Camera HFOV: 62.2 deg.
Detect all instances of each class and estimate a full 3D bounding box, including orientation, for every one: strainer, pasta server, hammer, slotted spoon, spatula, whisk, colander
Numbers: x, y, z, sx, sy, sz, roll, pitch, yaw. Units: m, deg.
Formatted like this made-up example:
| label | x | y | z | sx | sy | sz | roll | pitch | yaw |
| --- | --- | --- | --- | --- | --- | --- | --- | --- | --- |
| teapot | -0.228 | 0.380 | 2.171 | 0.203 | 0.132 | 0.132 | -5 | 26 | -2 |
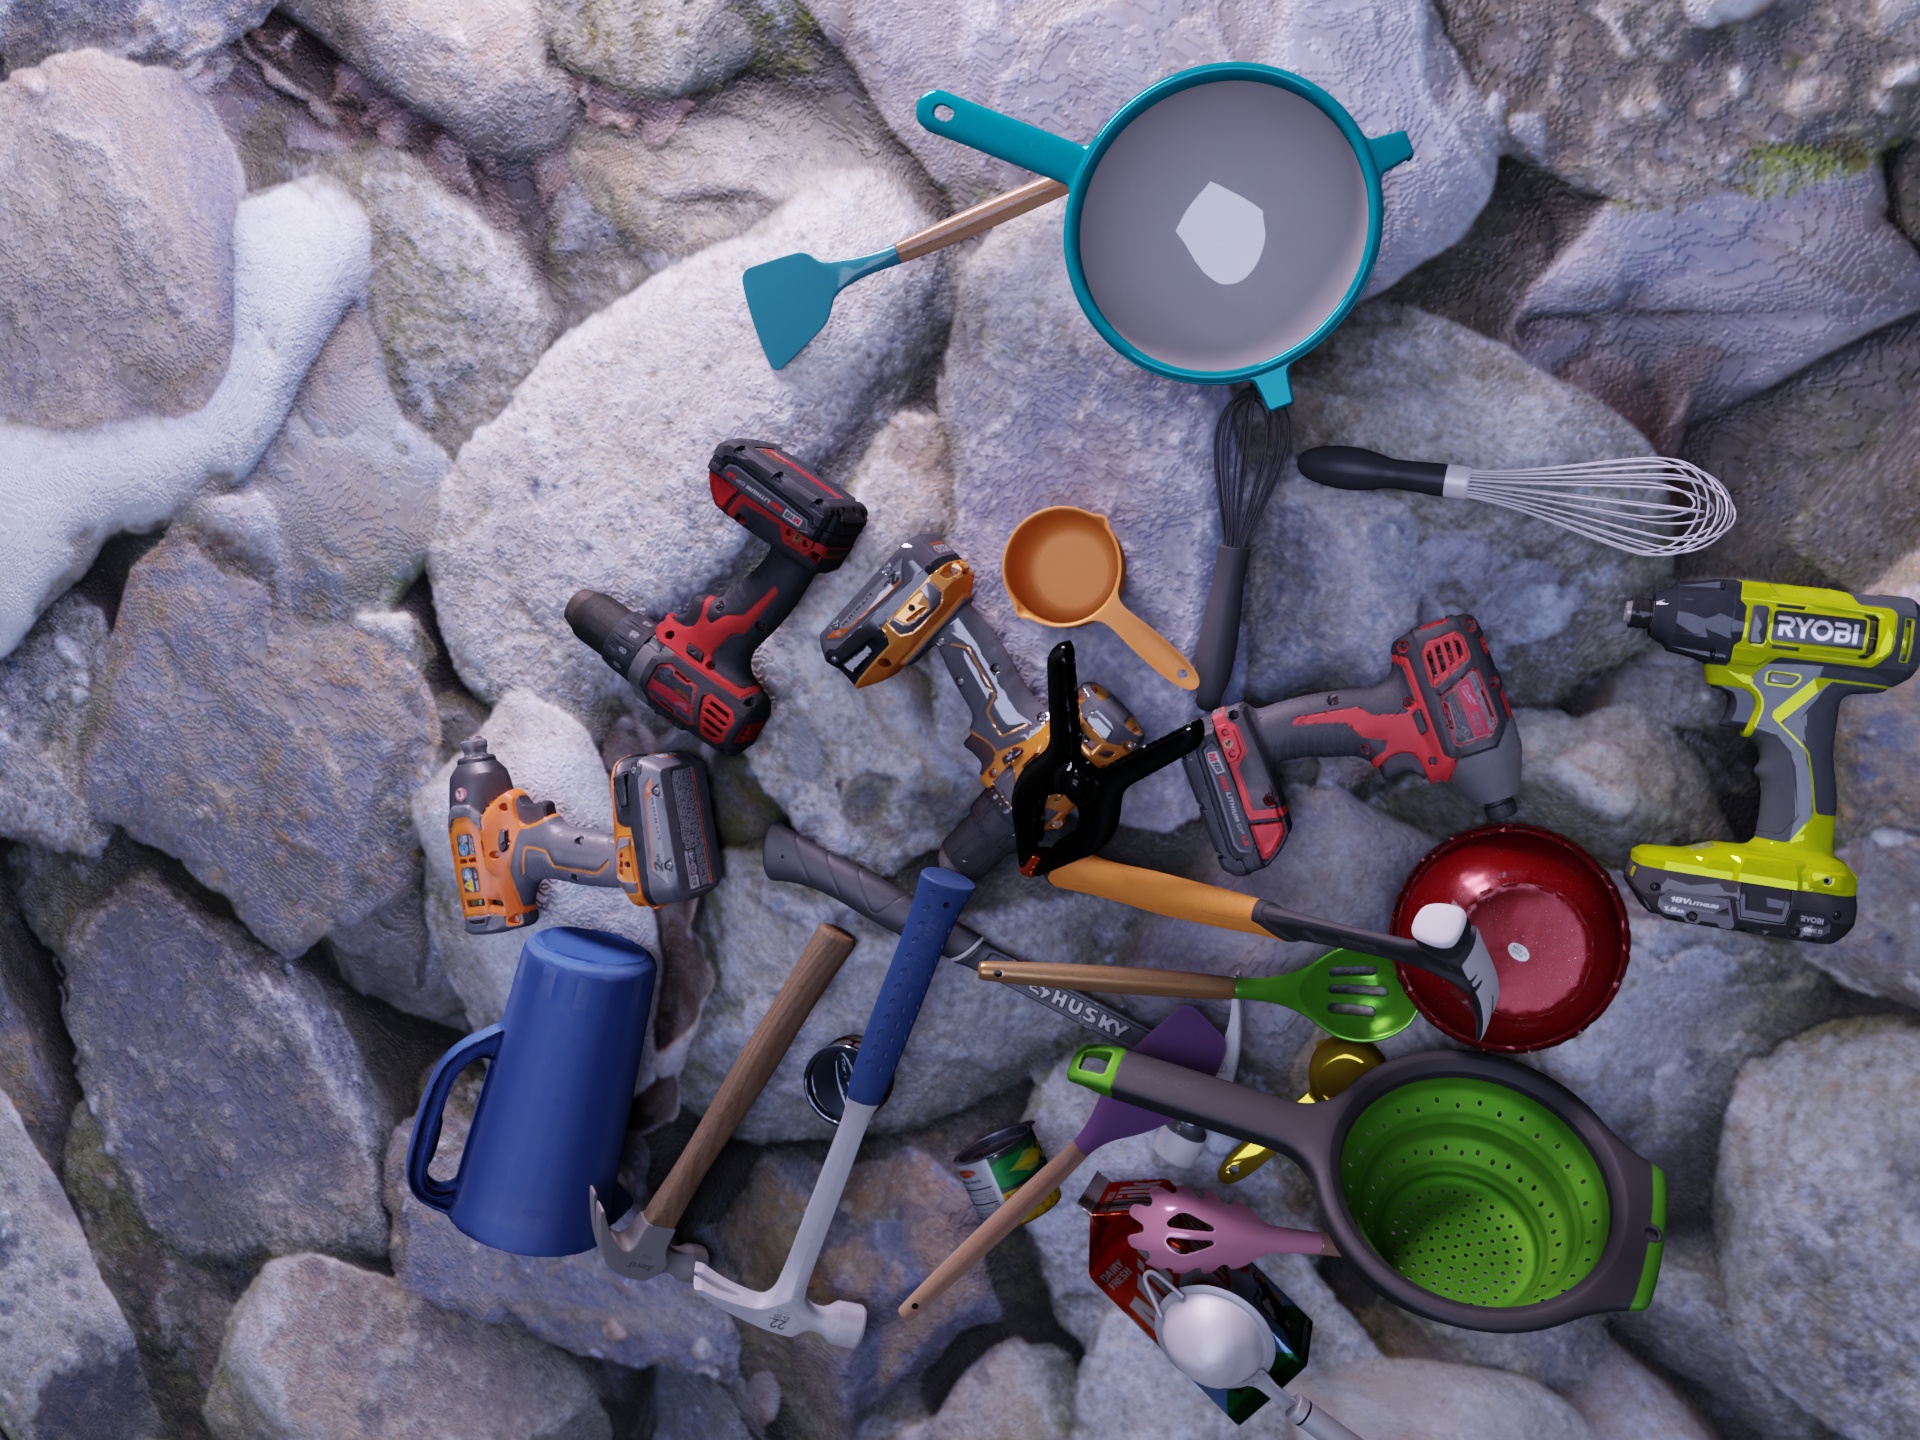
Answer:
| label | x | y | z | sx | sy | sz | roll | pitch | yaw |
| --- | --- | --- | --- | --- | --- | --- | --- | --- | --- |
| strainer | 0.128 | -0.358 | 1.109 | 0.340 | 0.095 | 0.211 | 27 | 99 | 15 |
| pasta server | 0.278 | 0.370 | 1.122 | 0.316 | 0.040 | 0.060 | 5 | 79 | -2 |
| hammer | -0.083 | 0.298 | 1.215 | 0.144 | 0.035 | 0.405 | 17 | 104 | -13 |
| slotted spoon | 0.169 | 0.187 | 1.134 | 0.313 | 0.031 | 0.070 | 4 | 91 | -2 |
| spatula | -0.021 | -0.360 | 1.192 | 0.317 | 0.044 | 0.082 | -19 | 89 | 13 |
| whisk | 0.369 | -0.156 | 1.073 | 0.285 | 0.070 | 0.070 | 11 | 98 | 20 |
| hammer | 0.024 | 0.180 | 1.218 | 0.409 | 0.036 | 0.149 | 26 | 101 | 14 |
| strainer | 0.229 | 0.475 | 1.105 | 0.258 | 0.050 | 0.087 | 36 | 120 | -1 |
| spatula | 0.071 | 0.332 | 1.164 | 0.316 | 0.018 | 0.060 | -44 | 87 | 5 |
| whisk | 0.194 | -0.123 | 1.136 | 0.055 | 0.055 | 0.239 | 11 | 103 | 16 |
| colander | 0.264 | 0.312 | 1.094 | 0.397 | 0.205 | 0.094 | 14 | 137 | 20 |
| hammer | 0.201 | 0.137 | 1.100 | 0.337 | 0.127 | 0.034 | 11 | 60 | 39 |
| hammer | -0.184 | 0.305 | 1.267 | 0.331 | 0.130 | 0.031 | -58 | 40 | 6 |

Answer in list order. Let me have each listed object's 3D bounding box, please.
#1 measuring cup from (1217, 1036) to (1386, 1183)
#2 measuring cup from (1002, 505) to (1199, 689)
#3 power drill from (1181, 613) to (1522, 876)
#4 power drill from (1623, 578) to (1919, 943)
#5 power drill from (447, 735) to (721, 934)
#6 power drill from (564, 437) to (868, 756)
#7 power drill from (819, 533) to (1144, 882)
| label | x | y | z | sx | sy | sz | roll | pitch | yaw |
| --- | --- | --- | --- | --- | --- | --- | --- | --- | --- |
| measuring cup | 0.246 | 0.292 | 1.160 | 0.156 | 0.029 | 0.062 | -44 | 82 | 13 |
| measuring cup | 0.109 | -0.082 | 1.158 | 0.174 | 0.052 | 0.095 | 42 | 100 | 7 |
| power drill | 0.275 | 0.027 | 1.108 | 0.219 | 0.078 | 0.143 | -21 | 89 | 15 |
| power drill | 0.512 | 0.022 | 1.035 | 0.171 | 0.080 | 0.223 | 8 | 93 | 15 |
| power drill | -0.318 | 0.083 | 1.291 | 0.226 | 0.084 | 0.164 | -9 | 92 | 21 |
| power drill | -0.196 | -0.108 | 1.241 | 0.188 | 0.080 | 0.226 | 35 | 107 | 12 |
| power drill | -0.002 | -0.004 | 1.189 | 0.226 | 0.084 | 0.185 | 45 | 107 | 4 |
